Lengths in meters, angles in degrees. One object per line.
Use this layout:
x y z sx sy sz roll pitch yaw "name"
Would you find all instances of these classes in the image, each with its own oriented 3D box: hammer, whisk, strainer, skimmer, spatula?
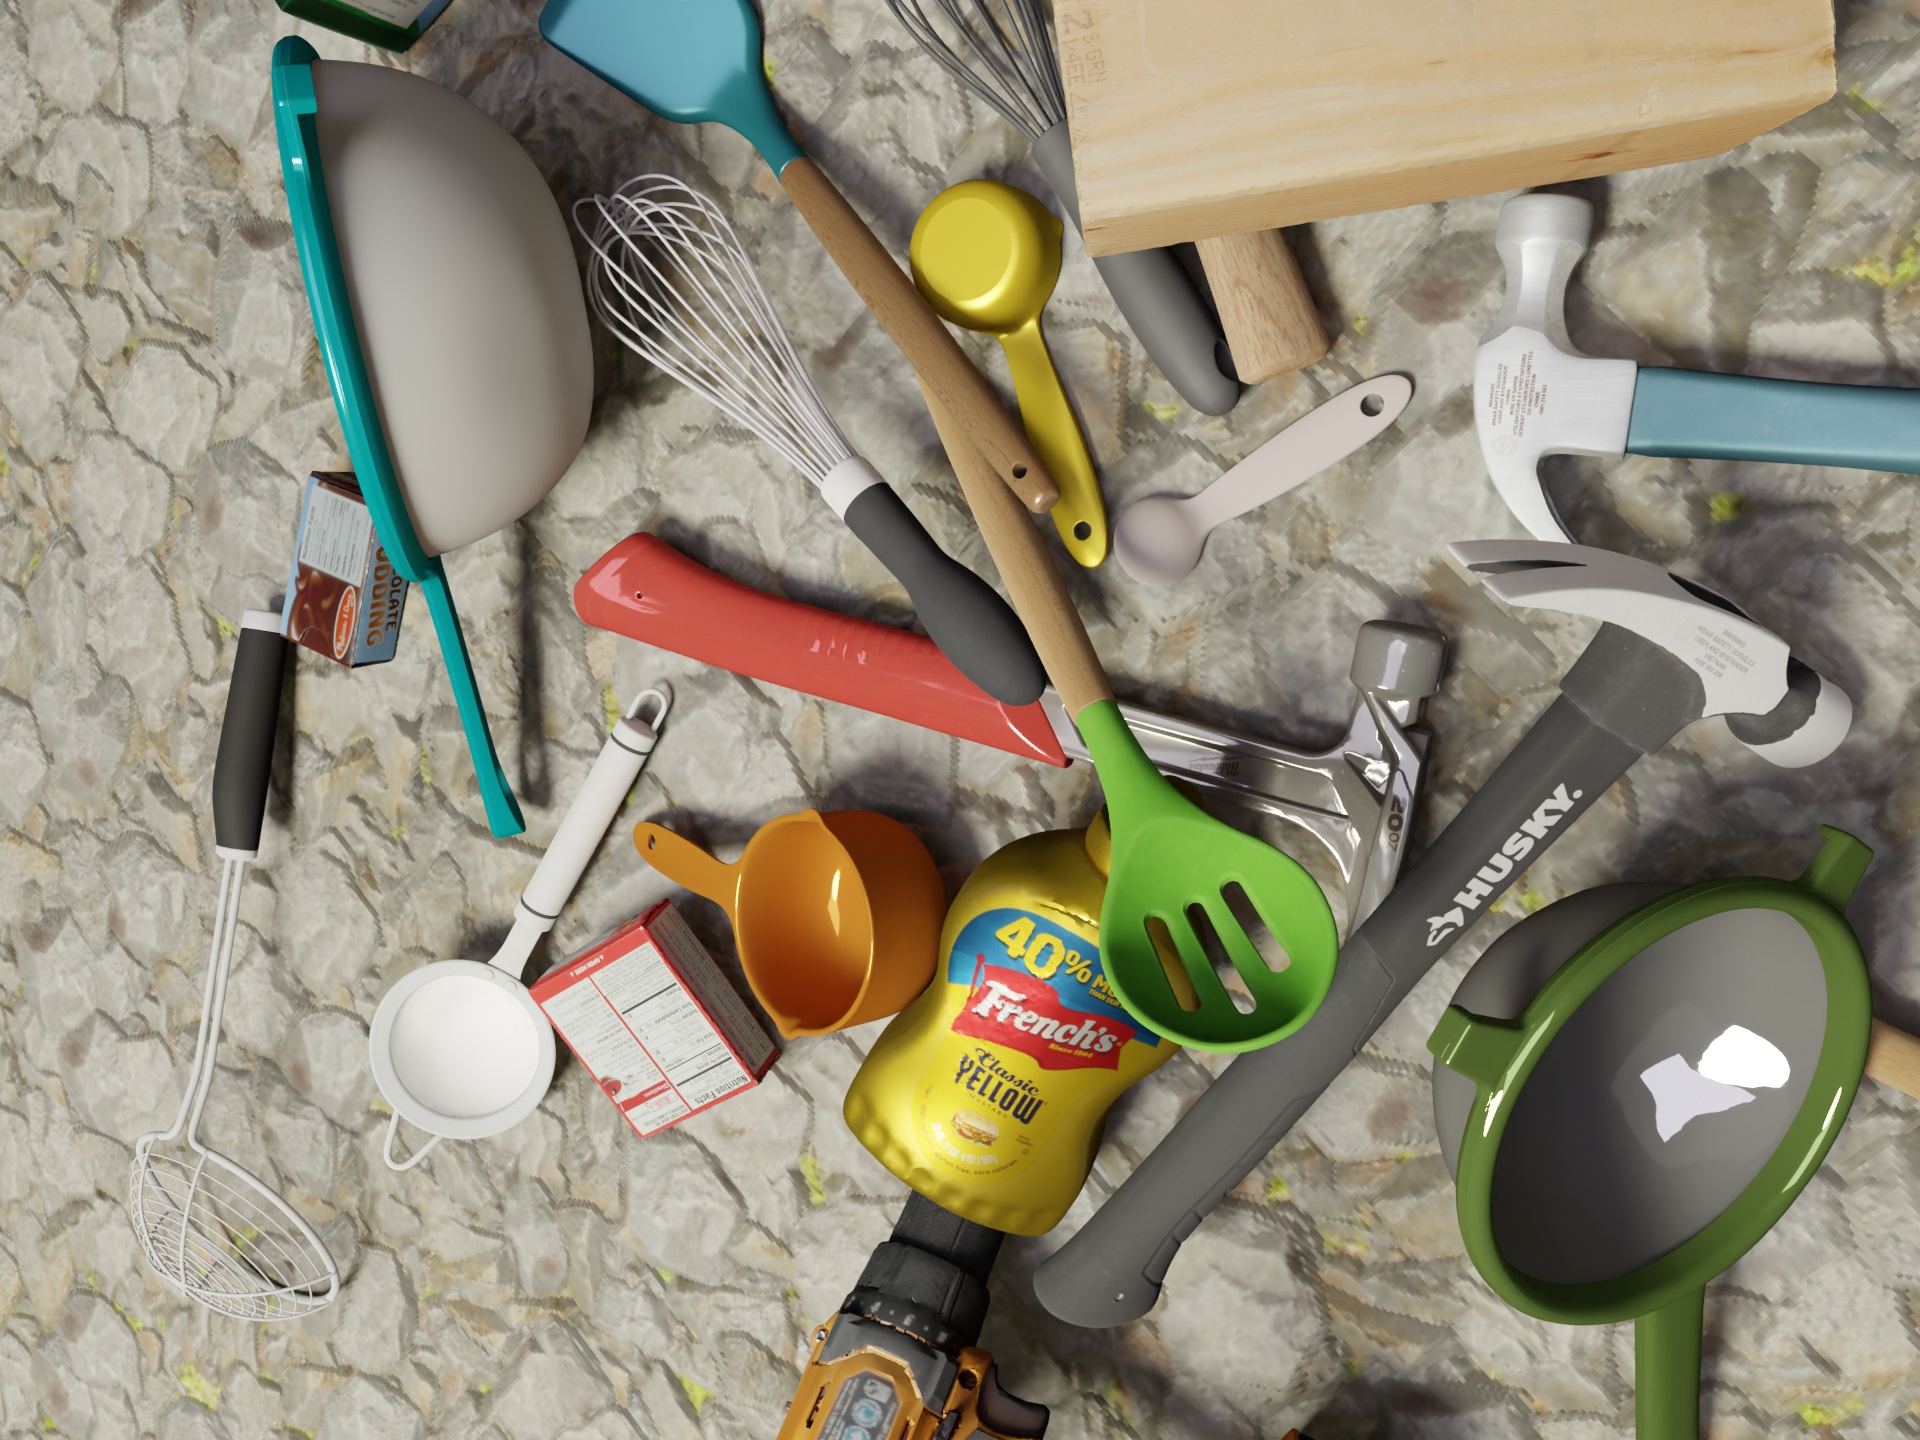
0.129 0.087 0.529 0.334 0.146 0.035 -54 29 20 "hammer"
0.322 -0.084 0.470 0.331 0.033 0.128 10 99 24 "hammer"
-0.059 -0.111 0.616 0.070 0.070 0.285 -48 71 22 "whisk"
0.054 -0.276 0.549 0.130 0.031 0.331 -22 94 -19 "hammer"
-0.001 -0.002 0.630 0.359 0.036 0.149 16 102 22 "hammer"
-0.193 -0.109 0.669 0.095 0.211 0.340 -13 115 -12 "strainer"
0.210 0.150 0.516 0.069 0.151 0.256 44 152 58 "strainer"
0.035 -0.214 0.584 0.055 0.055 0.239 -33 85 25 "whisk"
-0.356 0.128 0.816 0.127 0.090 0.363 7 89 27 "skimmer"
-0.058 -0.198 0.614 0.082 0.044 0.318 -43 67 18 "spatula"
-0.197 0.095 0.732 0.087 0.050 0.258 30 103 -4 "strainer"

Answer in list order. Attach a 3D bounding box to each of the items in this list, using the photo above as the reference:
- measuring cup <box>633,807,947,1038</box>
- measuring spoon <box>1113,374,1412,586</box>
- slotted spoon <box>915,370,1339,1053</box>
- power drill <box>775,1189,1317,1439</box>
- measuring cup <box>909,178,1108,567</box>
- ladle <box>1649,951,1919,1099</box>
-0.074 0.070 0.671 0.174 0.052 0.095 19 106 46 "measuring cup"
0.107 -0.089 0.578 0.124 0.018 0.034 -32 82 24 "measuring spoon"
0.039 -0.022 0.545 0.070 0.031 0.314 -23 56 0 "slotted spoon"
0.046 0.275 0.591 0.226 0.185 0.084 18 148 14 "power drill"
0.023 -0.132 0.605 0.062 0.029 0.156 -21 84 26 "measuring cup"
0.346 0.128 0.485 0.320 0.062 0.078 27 110 27 "ladle"
